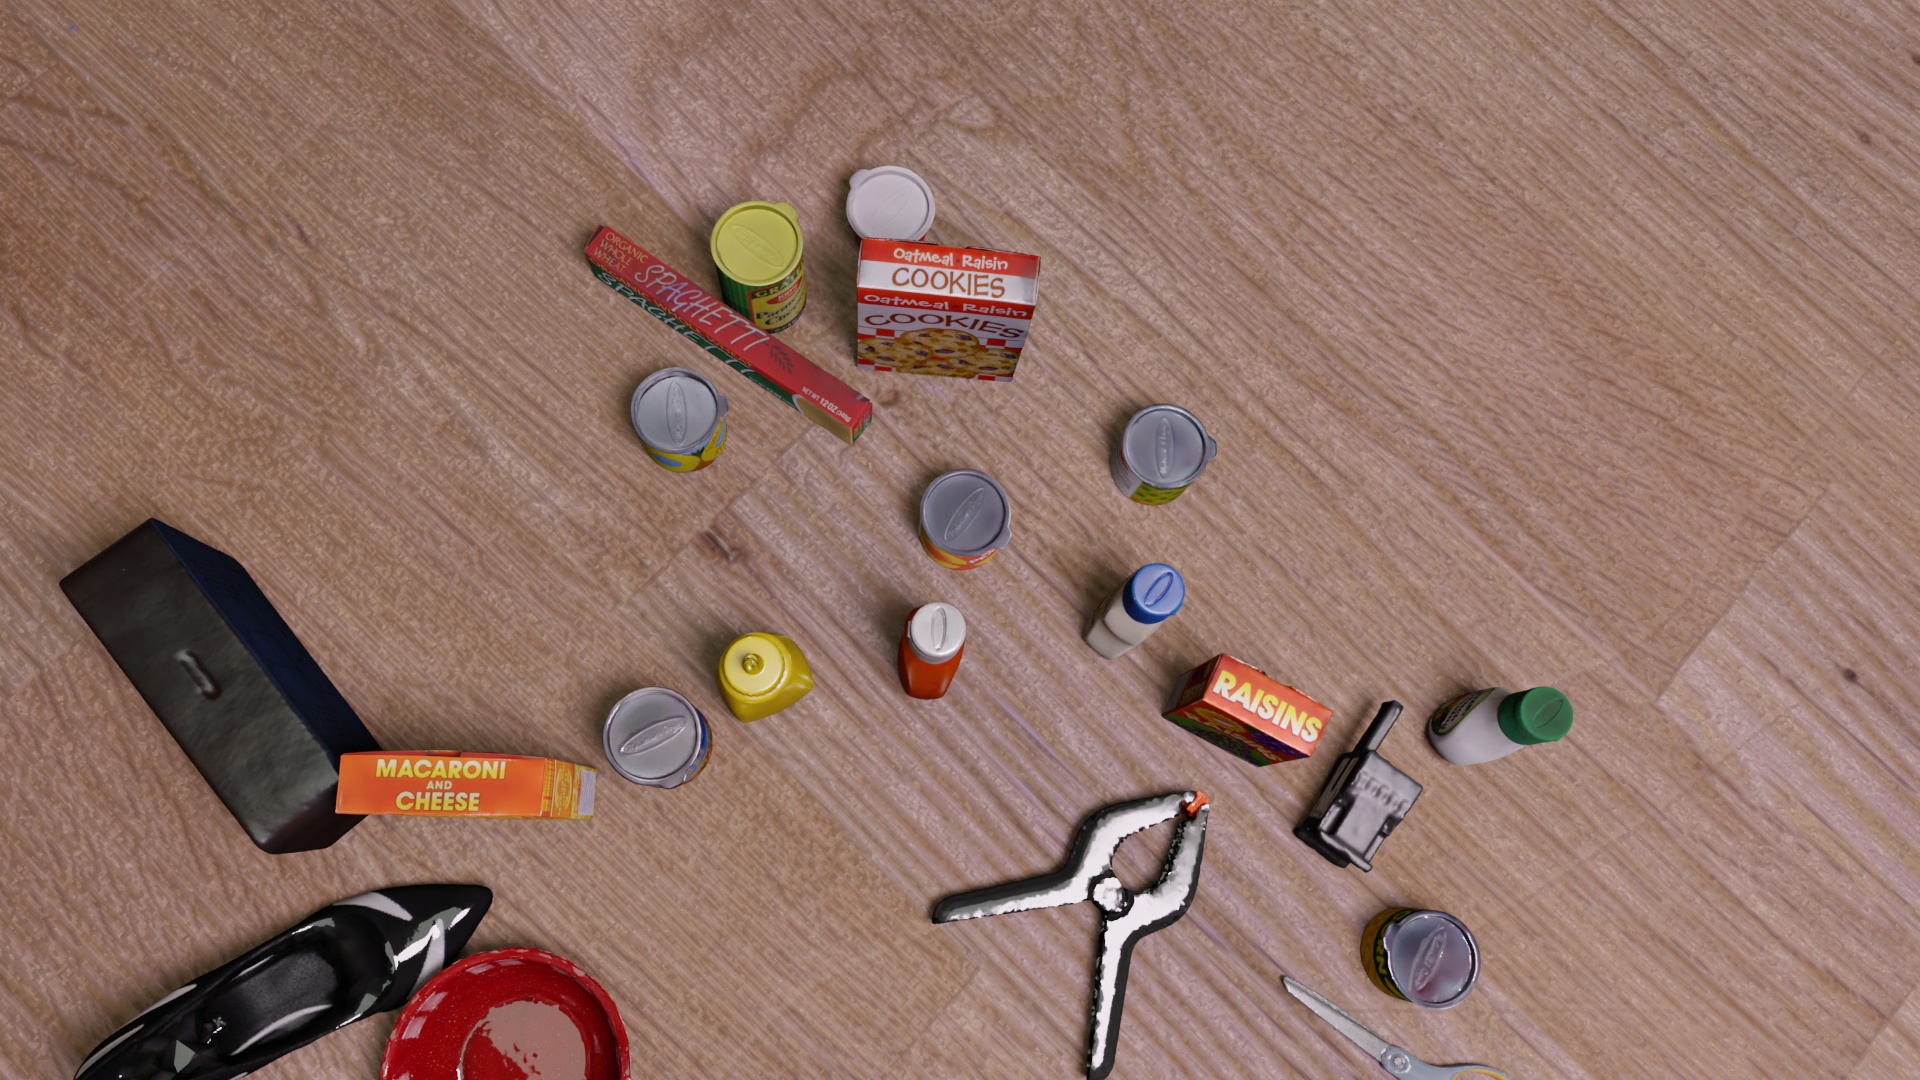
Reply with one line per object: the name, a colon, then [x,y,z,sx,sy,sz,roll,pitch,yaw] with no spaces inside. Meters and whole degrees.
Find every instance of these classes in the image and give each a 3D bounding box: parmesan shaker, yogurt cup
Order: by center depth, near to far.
parmesan shaker: [-0.148,-0.205,1.045,0.071,0.103,0.071,1,77,-4]
yogurt cup: [-0.055,-0.251,1.087,0.072,0.054,0.072,1,77,-4]

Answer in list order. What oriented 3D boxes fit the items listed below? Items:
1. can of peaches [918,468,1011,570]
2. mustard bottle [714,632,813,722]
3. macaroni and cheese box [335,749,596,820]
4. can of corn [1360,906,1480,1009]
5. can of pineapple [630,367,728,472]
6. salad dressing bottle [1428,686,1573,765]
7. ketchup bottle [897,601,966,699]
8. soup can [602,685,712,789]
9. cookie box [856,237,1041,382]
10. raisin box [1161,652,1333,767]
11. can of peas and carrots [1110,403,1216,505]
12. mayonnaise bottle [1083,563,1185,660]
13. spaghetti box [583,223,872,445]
can of peaches: [0.004,-0.013,1.035,0.071,0.058,0.071,1,77,-4]
mustard bottle: [-0.136,0.090,0.948,0.065,0.160,0.049,-27,81,-9]
macaroni and cheese box: [-0.318,0.163,0.915,0.124,0.166,0.040,2,78,-4]
can of corn: [0.324,0.294,0.988,0.071,0.058,0.071,1,77,-4]
can of pineapple: [-0.207,-0.088,1.037,0.071,0.057,0.071,1,77,-4]
salad dressing bottle: [0.382,0.129,0.985,0.064,0.147,0.044,-39,83,-11]
ketchup bottle: [-0.020,0.073,0.967,0.043,0.148,0.065,4,77,-3]
soup can: [-0.209,0.142,0.970,0.071,0.083,0.071,1,77,-4]
cookie box: [-0.013,-0.165,1.013,0.123,0.167,0.040,5,77,-3]
raisin box: [0.201,0.122,0.985,0.086,0.123,0.040,28,77,2]
can of peas and carrots: [0.153,-0.064,1.058,0.071,0.058,0.071,1,77,-4]
mayonnaise bottle: [0.125,0.047,0.984,0.041,0.147,0.065,38,78,5]
spaghetti box: [-0.177,-0.156,1.059,0.250,0.050,0.029,34,77,4]
